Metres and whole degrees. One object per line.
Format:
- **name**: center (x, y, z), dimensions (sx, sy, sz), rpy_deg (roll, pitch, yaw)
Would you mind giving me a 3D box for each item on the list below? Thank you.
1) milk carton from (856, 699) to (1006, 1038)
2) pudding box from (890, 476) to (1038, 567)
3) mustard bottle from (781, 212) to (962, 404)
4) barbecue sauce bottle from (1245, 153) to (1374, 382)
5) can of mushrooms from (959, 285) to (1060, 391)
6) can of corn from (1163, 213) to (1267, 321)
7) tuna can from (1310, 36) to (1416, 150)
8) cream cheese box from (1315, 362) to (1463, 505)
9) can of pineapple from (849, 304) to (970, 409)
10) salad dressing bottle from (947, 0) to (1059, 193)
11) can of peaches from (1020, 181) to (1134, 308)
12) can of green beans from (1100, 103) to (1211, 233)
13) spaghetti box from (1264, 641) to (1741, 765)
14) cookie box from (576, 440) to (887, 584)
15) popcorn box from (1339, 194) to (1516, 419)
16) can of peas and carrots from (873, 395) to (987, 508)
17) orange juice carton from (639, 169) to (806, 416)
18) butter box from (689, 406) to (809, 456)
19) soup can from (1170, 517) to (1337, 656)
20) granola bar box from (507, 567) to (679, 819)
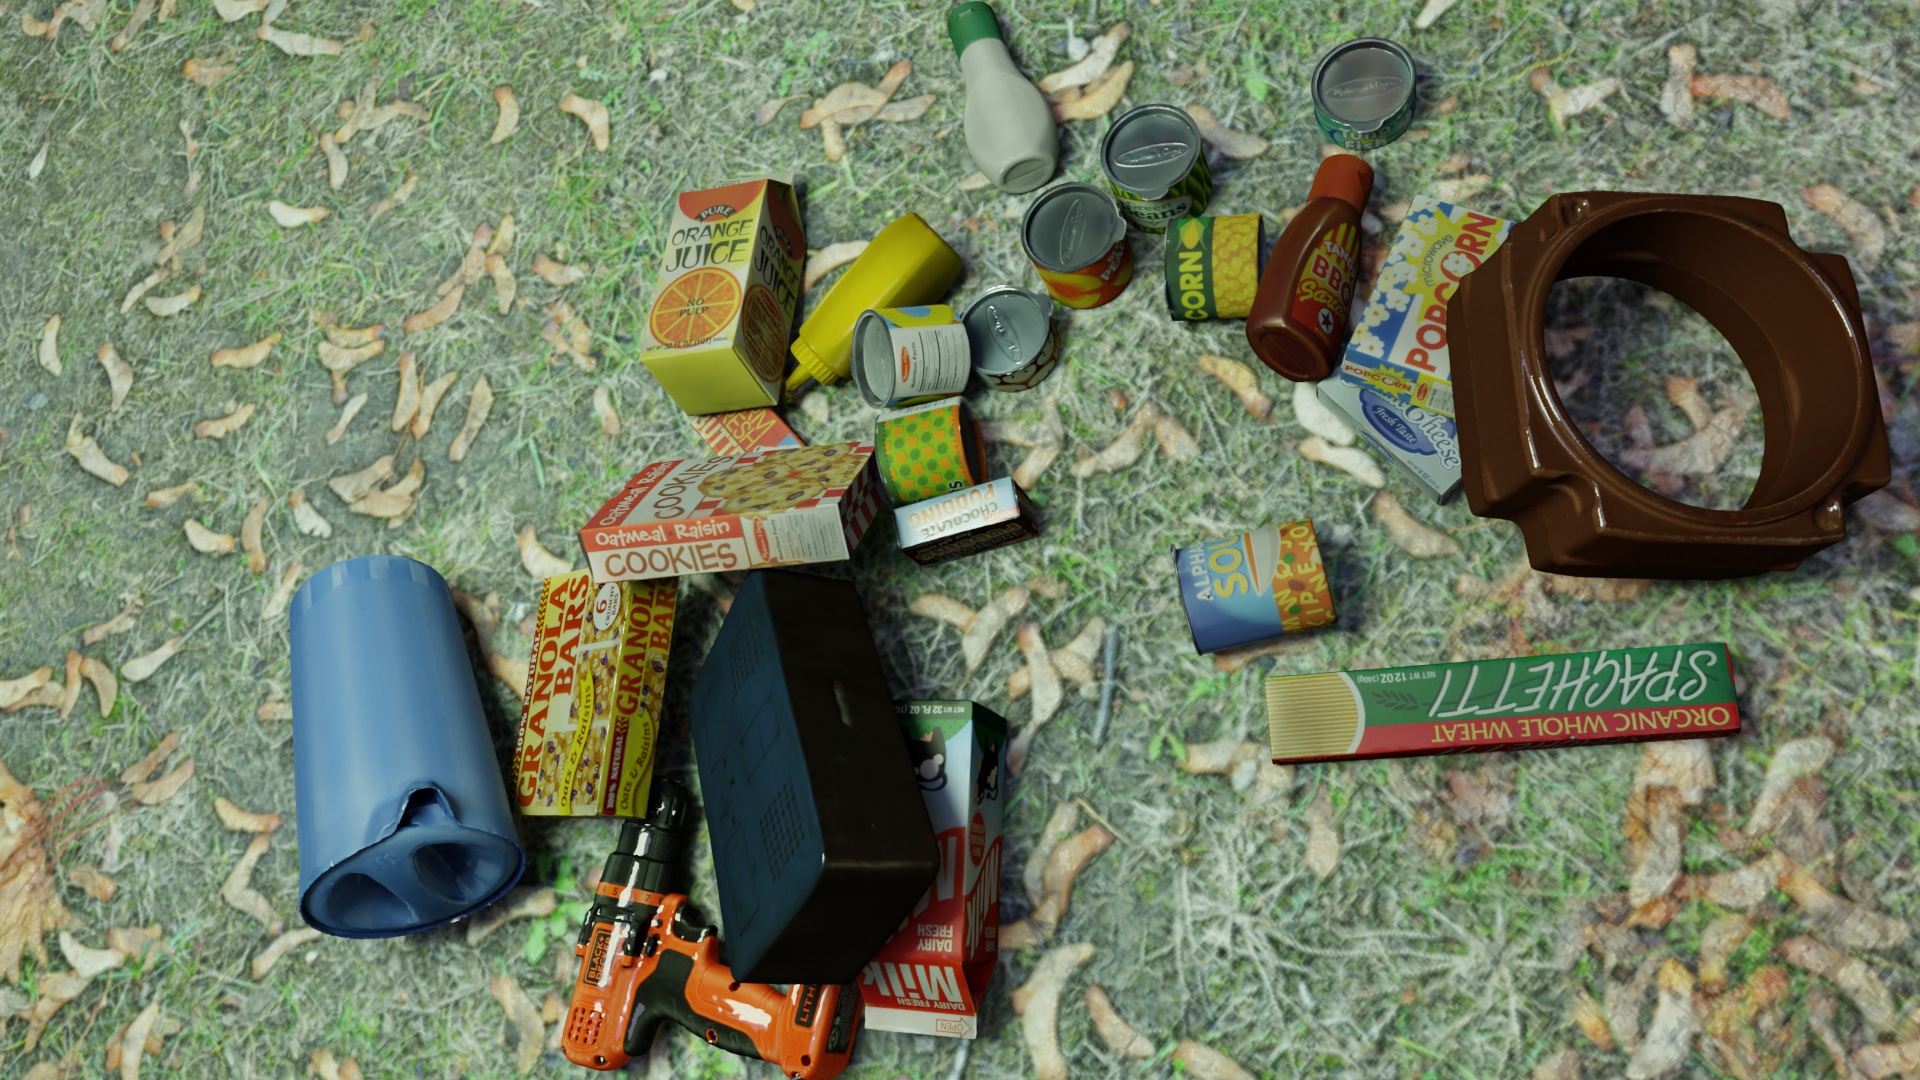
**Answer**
- **milk carton**: center (-0.019, 0.195, 0.832), dimensions (0.072, 0.073, 0.191), rpy_deg (-2, 73, 19)
- **pudding box**: center (0.003, -0.011, 0.902), dimensions (0.083, 0.049, 0.030), rpy_deg (-15, 71, 13)
- **mustard bottle**: center (-0.071, -0.155, 0.965), dimensions (0.160, 0.065, 0.049), rpy_deg (-43, 69, 7)
- **barbecue sauce bottle**: center (0.224, -0.175, 0.871), dimensions (0.043, 0.065, 0.149), rpy_deg (-6, 54, 48)
- **can of mushrooms**: center (0.034, -0.137, 0.940), dimensions (0.071, 0.033, 0.071), rpy_deg (-6, 72, 17)
- **can of corn**: center (0.164, -0.173, 0.889), dimensions (0.058, 0.071, 0.071), rpy_deg (0, 74, 18)
- **tuna can**: center (0.265, -0.290, 0.911), dimensions (0.071, 0.032, 0.071), rpy_deg (-5, 72, 17)
- **cream cheese box**: center (0.273, -0.075, 0.847), dimensions (0.053, 0.024, 0.104), rpy_deg (-43, 66, 0)
- **can of pineapple**: center (-0.034, -0.123, 0.927), dimensions (0.058, 0.070, 0.071), rpy_deg (-9, 65, -27)
- **salad dressing bottle**: center (0.027, -0.320, 0.994), dimensions (0.064, 0.044, 0.148), rpy_deg (-22, 67, 13)
- **can of peaches**: center (0.082, -0.196, 0.929), dimensions (0.071, 0.058, 0.071), rpy_deg (-5, 72, 16)
- **can of green beans**: center (0.132, -0.247, 0.928), dimensions (0.071, 0.057, 0.071), rpy_deg (-5, 72, 17)
- **spaghetti box**: center (0.299, 0.093, 0.784), dimensions (0.250, 0.028, 0.050), rpy_deg (-7, 73, 16)
- **cookie box**: center (-0.140, -0.021, 0.888), dimensions (0.167, 0.123, 0.040), rpy_deg (-5, 111, 12)
- **popcorn box**: center (0.291, -0.140, 0.835), dimensions (0.085, 0.038, 0.127), rpy_deg (22, 68, 17)
- **can of peas and carrots**: center (-0.018, -0.055, 0.915), dimensions (0.058, 0.071, 0.071), rpy_deg (-12, 70, 14)
- **orange juice carton**: center (-0.163, -0.188, 0.987), dimensions (0.072, 0.072, 0.193), rpy_deg (-5, 59, 17)
- **butter box**: center (-0.142, -0.066, 0.981), dimensions (0.053, 0.024, 0.104), rpy_deg (-44, 66, 2)
- **soup can**: center (0.174, 0.025, 0.823), dimensions (0.084, 0.071, 0.071), rpy_deg (-15, 70, 13)
- **granola bar box**: center (-0.246, 0.102, 0.929), dimensions (0.124, 0.039, 0.166), rpy_deg (-11, 68, 45)
